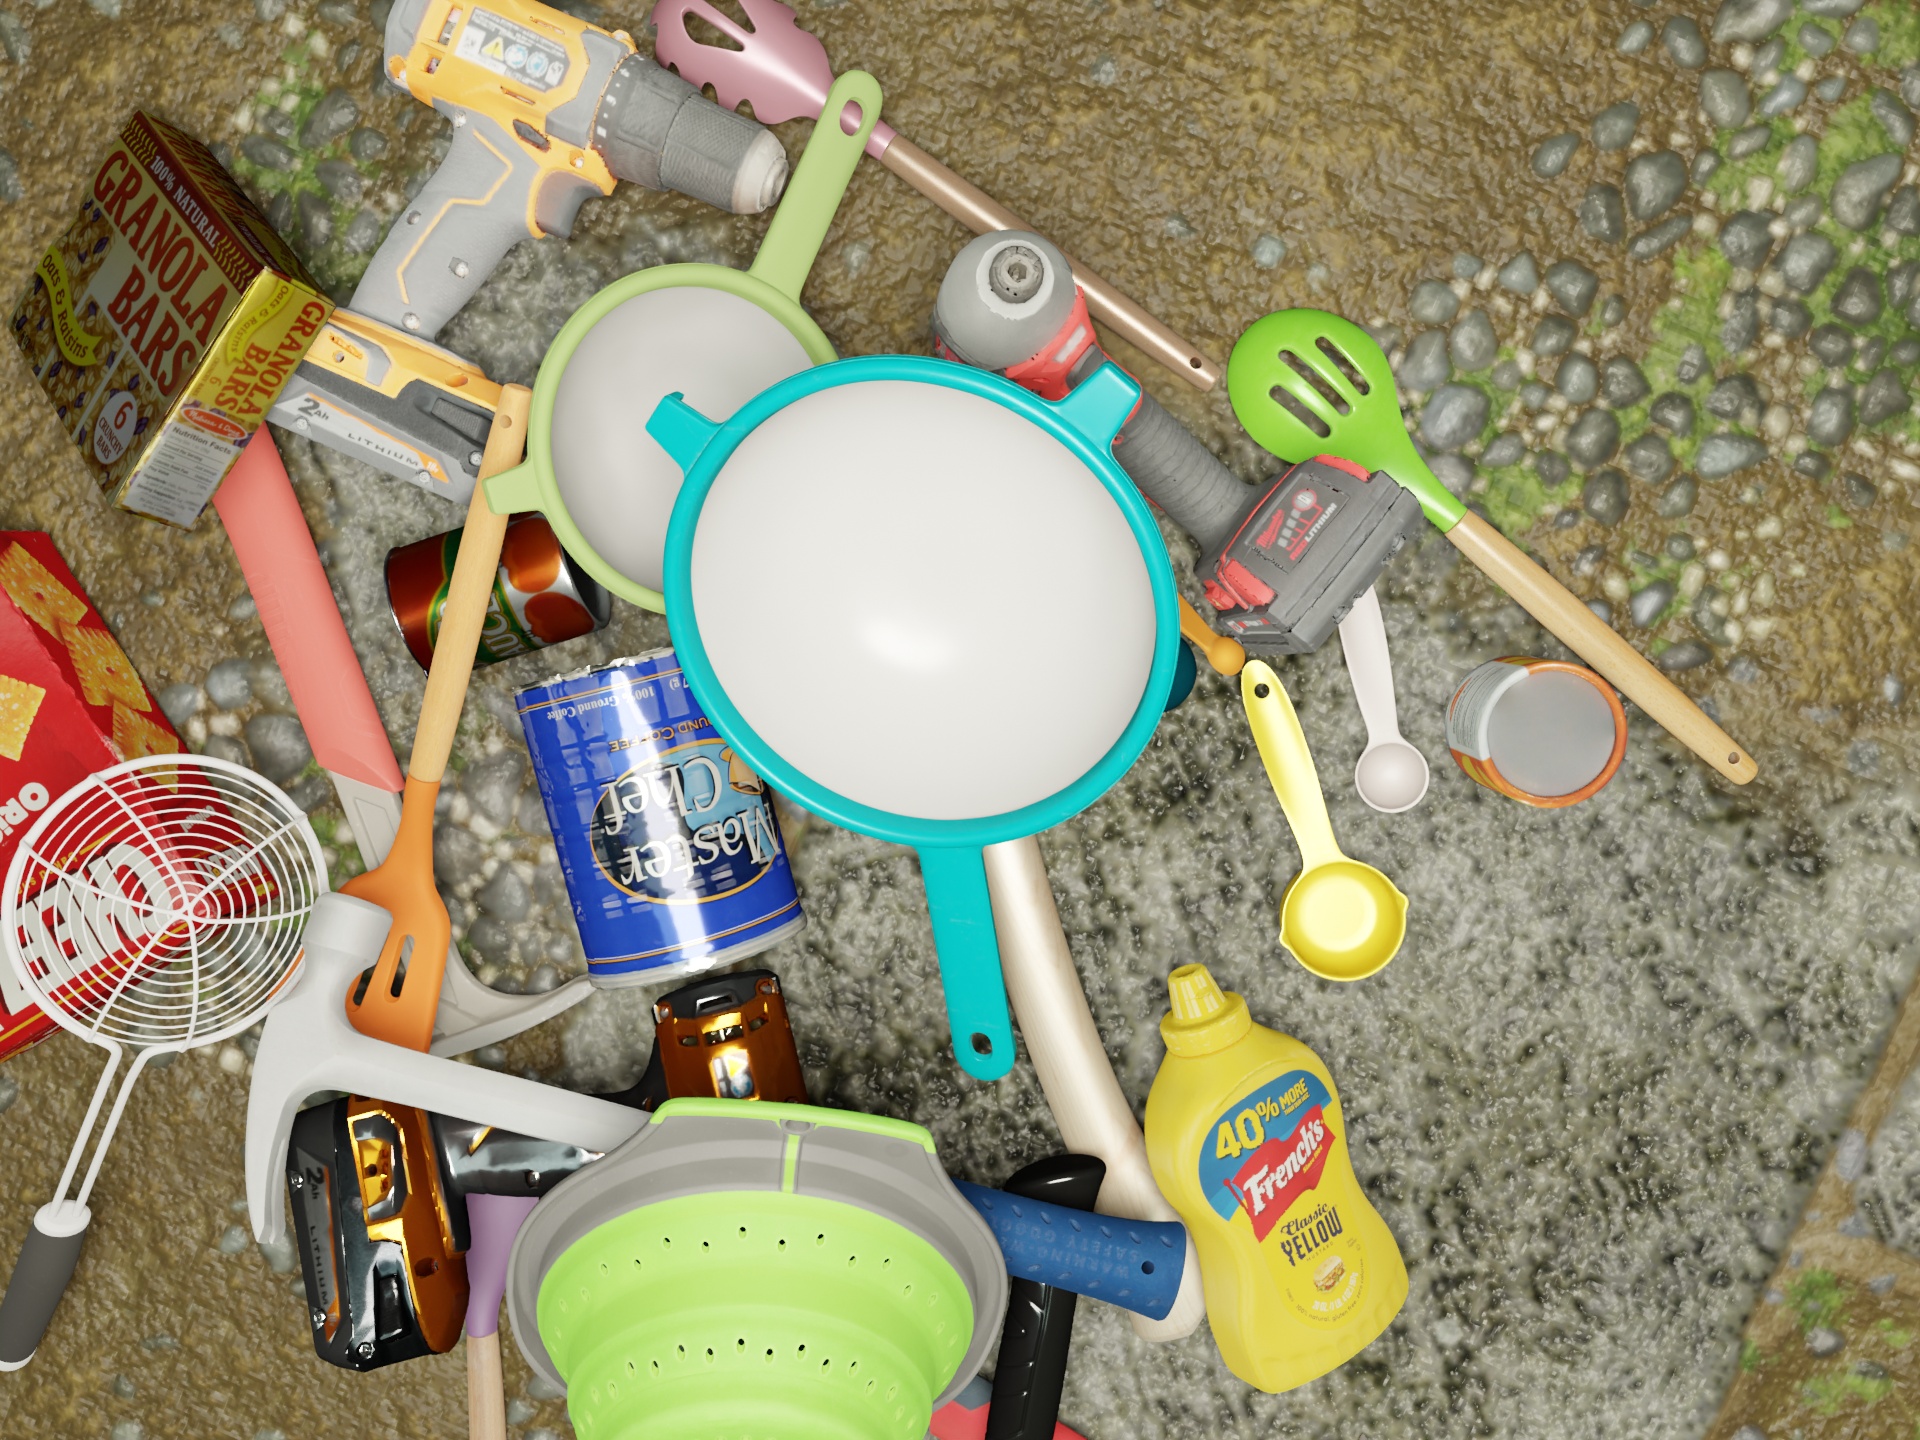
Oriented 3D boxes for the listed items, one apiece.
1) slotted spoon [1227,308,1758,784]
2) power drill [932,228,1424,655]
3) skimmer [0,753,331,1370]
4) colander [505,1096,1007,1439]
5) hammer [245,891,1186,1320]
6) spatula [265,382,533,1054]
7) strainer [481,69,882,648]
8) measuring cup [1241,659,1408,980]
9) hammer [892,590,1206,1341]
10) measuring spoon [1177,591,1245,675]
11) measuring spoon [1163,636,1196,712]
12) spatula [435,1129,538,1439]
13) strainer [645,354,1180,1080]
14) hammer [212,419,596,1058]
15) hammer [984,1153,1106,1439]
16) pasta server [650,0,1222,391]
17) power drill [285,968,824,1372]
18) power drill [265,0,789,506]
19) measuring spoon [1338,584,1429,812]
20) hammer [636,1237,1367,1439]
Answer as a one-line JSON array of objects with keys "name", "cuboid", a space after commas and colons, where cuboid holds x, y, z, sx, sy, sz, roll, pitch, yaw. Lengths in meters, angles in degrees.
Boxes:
[{"name": "slotted spoon", "cuboid": [0.250, -0.077, 0.736, 0.314, 0.031, 0.070, 41, 94, -2]}, {"name": "power drill", "cuboid": [0.081, -0.125, 0.685, 0.219, 0.143, 0.078, 39, 89, -2]}, {"name": "skimmer", "cuboid": [-0.404, 0.174, 0.748, 0.127, 0.090, 0.363, 15, 125, -32]}, {"name": "colander", "cuboid": [-0.098, 0.325, 0.669, 0.204, 0.095, 0.396, 8, 125, -8]}, {"name": "hammer", "cuboid": [-0.103, 0.195, 0.686, 0.405, 0.035, 0.144, 16, 71, -3]}, {"name": "spatula", "cuboid": [-0.238, 0.006, 0.711, 0.081, 0.041, 0.322, 20, 109, 1]}, {"name": "strainer", "cuboid": [-0.104, -0.171, 0.712, 0.151, 0.069, 0.256, 27, 83, -32]}, {"name": "measuring cup", "cuboid": [0.163, 0.046, 0.753, 0.062, 0.029, 0.156, -19, 88, 5]}, {"name": "hammer", "cuboid": [0.023, 0.104, 0.759, 0.146, 0.038, 0.410, -19, 93, 6]}, {"name": "measuring spoon", "cuboid": [0.092, -0.066, 0.748, 0.117, 0.011, 0.021, 45, 52, -2]}, {"name": "measuring spoon", "cuboid": [0.067, -0.059, 0.749, 0.042, 0.021, 0.128, -33, 92, 5]}, {"name": "spatula", "cuboid": [-0.237, 0.332, 0.801, 0.060, 0.018, 0.316, -1, 94, 3]}, {"name": "strainer", "cuboid": [-0.001, -0.002, 0.694, 0.211, 0.095, 0.340, -1, 118, 15]}, {"name": "hammer", "cuboid": [-0.294, -0.011, 0.768, 0.149, 0.037, 0.359, -19, 94, 5]}, {"name": "hammer", "cuboid": [0.027, 0.366, 0.741, 0.146, 0.035, 0.335, 10, 93, 2]}, {"name": "pasta server", "cuboid": [-0.010, -0.249, 0.739, 0.316, 0.040, 0.060, 35, 96, -4]}, {"name": "power drill", "cuboid": [-0.175, 0.221, 0.727, 0.226, 0.084, 0.164, -14, 75, -8]}, {"name": "power drill", "cuboid": [-0.198, -0.209, 0.728, 0.185, 0.084, 0.226, 23, 91, 0]}, {"name": "measuring spoon", "cuboid": [0.194, -0.018, 0.752, 0.034, 0.018, 0.124, -11, 87, 4]}, {"name": "hammer", "cuboid": [0.010, 0.323, 0.776, 0.386, 0.038, 0.143, 31, 94, 1]}]
